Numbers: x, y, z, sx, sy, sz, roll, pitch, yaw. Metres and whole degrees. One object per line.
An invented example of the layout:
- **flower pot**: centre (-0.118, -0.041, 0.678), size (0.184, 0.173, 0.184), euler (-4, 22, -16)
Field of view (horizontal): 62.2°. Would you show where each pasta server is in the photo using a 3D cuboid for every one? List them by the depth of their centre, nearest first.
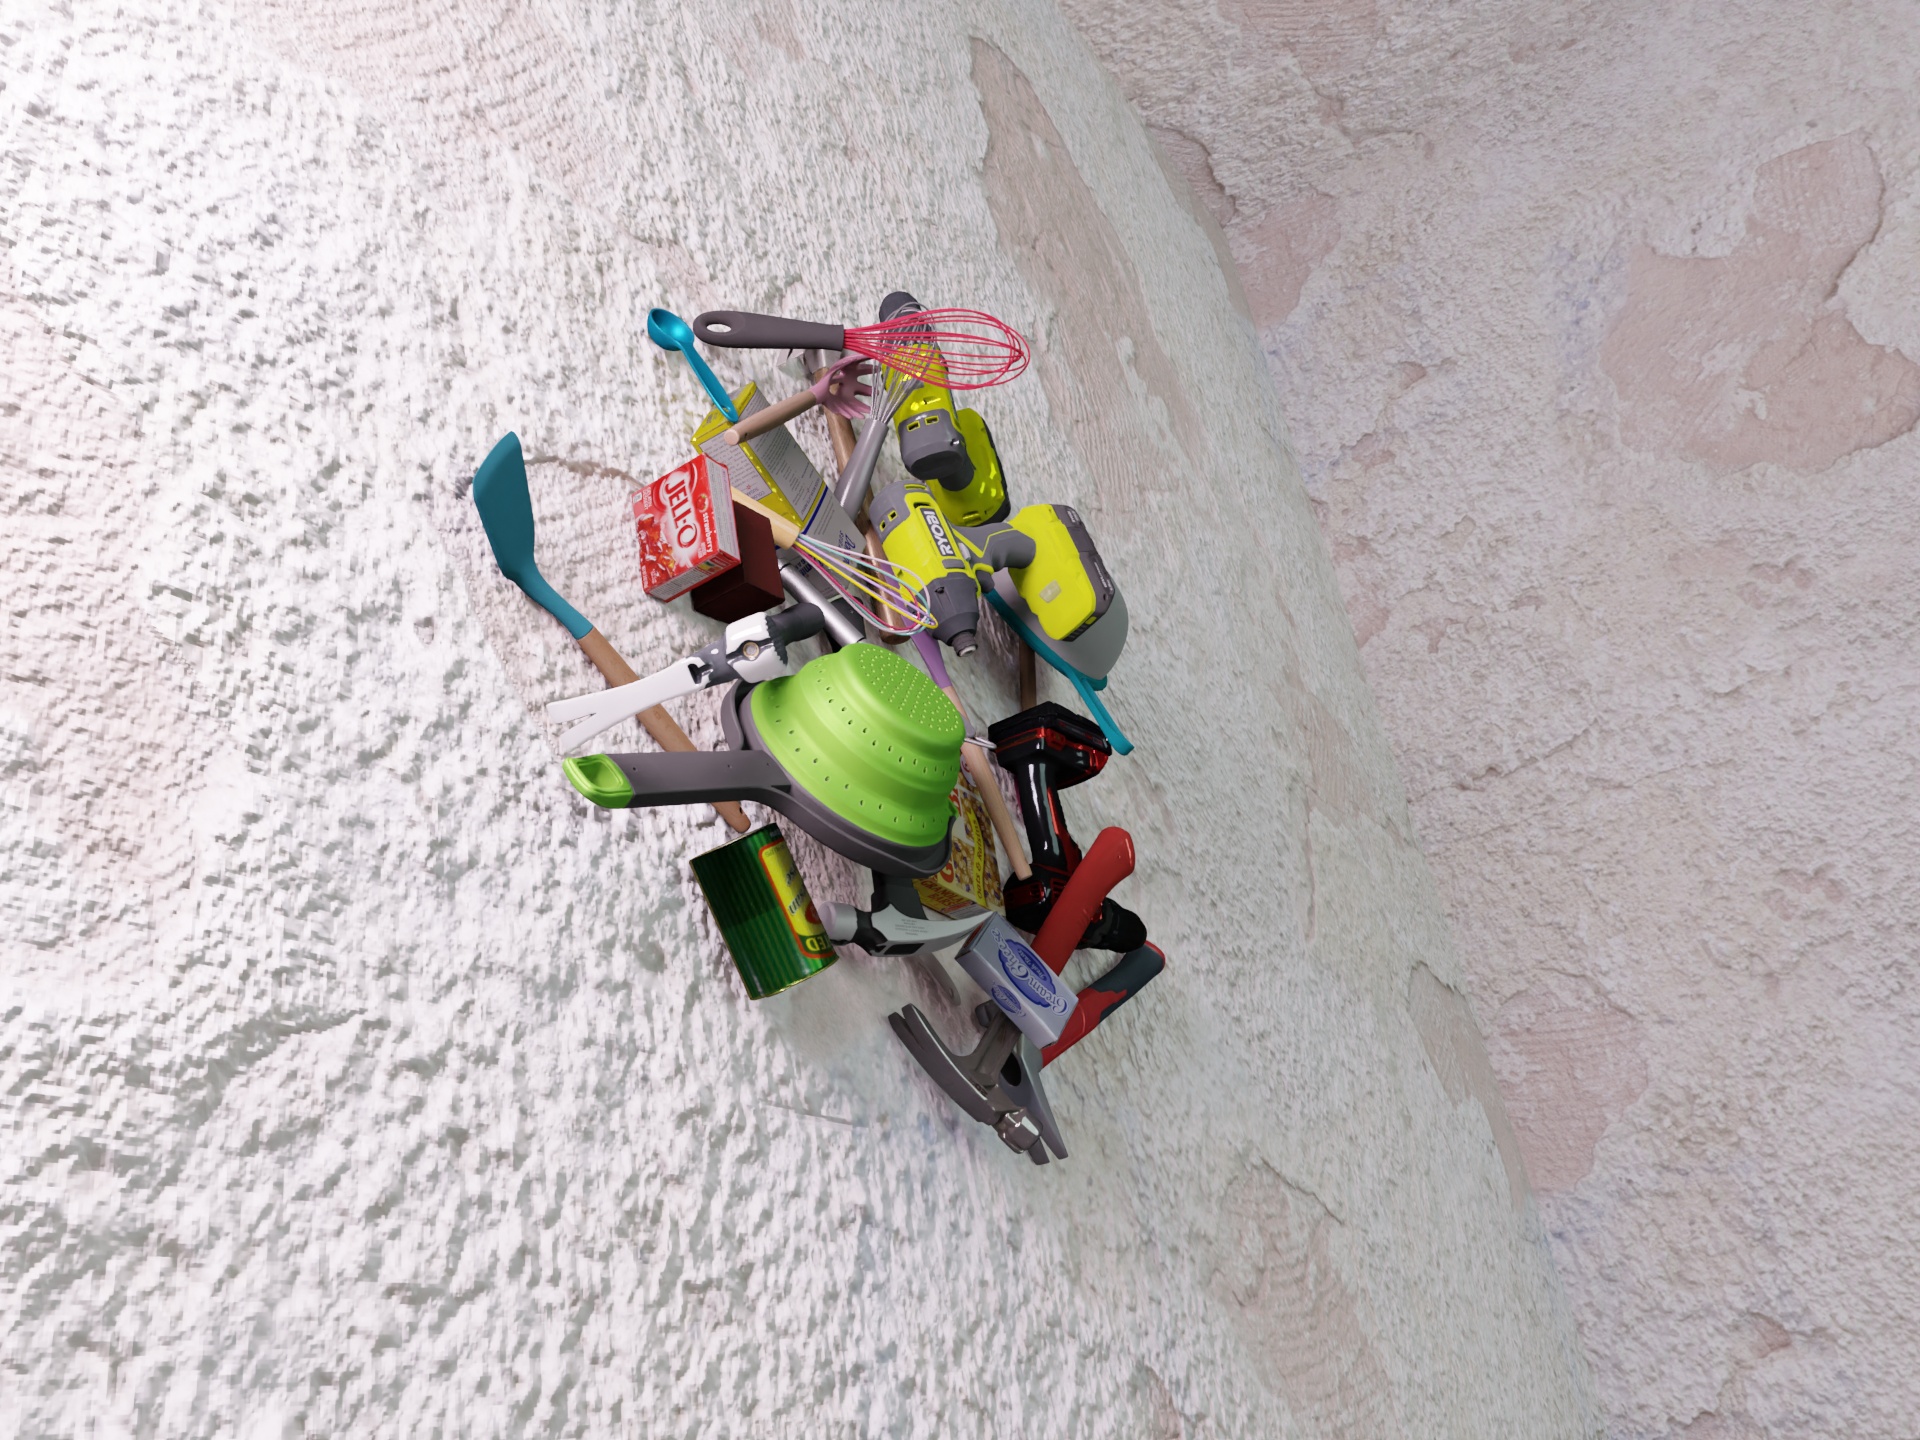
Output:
- **pasta server**: centre (-0.131, -0.269, 1.357), size (0.316, 0.040, 0.060), euler (-55, 154, -65)

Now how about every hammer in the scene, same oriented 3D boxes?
- **hammer**: centre (-0.154, -0.047, 1.093), size (0.409, 0.149, 0.036), euler (-59, 127, -80)
- **hammer**: centre (-0.067, 0.036, 1.285), size (0.146, 0.035, 0.335), euler (11, 50, -32)
- **hammer**: centre (0.068, 0.192, 1.348), size (0.149, 0.036, 0.359), euler (48, 38, -7)
- **hammer**: centre (0.125, 0.285, 1.488), size (0.386, 0.038, 0.143), euler (-12, 81, -65)
- **hammer**: centre (-0.100, -0.227, 1.493), size (0.130, 0.031, 0.331), euler (16, 54, -60)

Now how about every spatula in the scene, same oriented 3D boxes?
- **spatula**: centre (-0.227, -0.043, 1.062), size (0.317, 0.044, 0.082), euler (55, 23, -26)
- **spatula**: centre (-0.002, -0.005, 1.415), size (0.059, 0.018, 0.316), euler (8, 56, -62)

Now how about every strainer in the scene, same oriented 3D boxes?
- **strainer**: centre (-0.076, -0.051, 1.295), size (0.258, 0.050, 0.087), euler (45, 16, 11)
- **strainer**: centre (0.128, -0.099, 1.630), size (0.210, 0.095, 0.341), euler (33, 20, -39)

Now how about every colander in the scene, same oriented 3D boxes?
- **colander**: centre (-0.105, 0.011, 1.082), size (0.205, 0.094, 0.397), euler (48, 21, 21)

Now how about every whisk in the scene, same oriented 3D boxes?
- **whisk**: centre (-0.119, -0.137, 1.297), size (0.244, 0.051, 0.047), euler (30, 47, -22)
- **whisk**: centre (-0.083, -0.330, 1.383), size (0.073, 0.295, 0.073), euler (-177, -91, -81)
- **whisk**: centre (-0.077, -0.268, 1.436), size (0.055, 0.055, 0.239), euler (30, 77, -52)

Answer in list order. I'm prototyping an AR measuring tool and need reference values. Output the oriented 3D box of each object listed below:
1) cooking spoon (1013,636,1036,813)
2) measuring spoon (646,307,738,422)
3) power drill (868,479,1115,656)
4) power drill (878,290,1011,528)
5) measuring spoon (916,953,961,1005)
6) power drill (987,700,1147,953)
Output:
- **cooking spoon**: centre (0.072, -0.015, 1.667), size (0.068, 0.017, 0.319), euler (38, 37, -35)
- **measuring spoon**: centre (-0.217, -0.282, 1.284), size (0.042, 0.021, 0.129), euler (-5, 56, -54)
- **power drill**: centre (0.033, -0.135, 1.480), size (0.223, 0.080, 0.171), euler (-4, 62, -44)
- **power drill**: centre (-0.022, -0.298, 1.580), size (0.228, 0.080, 0.191), euler (51, 24, -67)
- **measuring spoon**: centre (-0.033, 0.195, 1.284), size (0.124, 0.018, 0.034), euler (56, 25, -36)
- **power drill**: centre (0.109, 0.113, 1.537), size (0.187, 0.080, 0.227), euler (25, 52, -45)
